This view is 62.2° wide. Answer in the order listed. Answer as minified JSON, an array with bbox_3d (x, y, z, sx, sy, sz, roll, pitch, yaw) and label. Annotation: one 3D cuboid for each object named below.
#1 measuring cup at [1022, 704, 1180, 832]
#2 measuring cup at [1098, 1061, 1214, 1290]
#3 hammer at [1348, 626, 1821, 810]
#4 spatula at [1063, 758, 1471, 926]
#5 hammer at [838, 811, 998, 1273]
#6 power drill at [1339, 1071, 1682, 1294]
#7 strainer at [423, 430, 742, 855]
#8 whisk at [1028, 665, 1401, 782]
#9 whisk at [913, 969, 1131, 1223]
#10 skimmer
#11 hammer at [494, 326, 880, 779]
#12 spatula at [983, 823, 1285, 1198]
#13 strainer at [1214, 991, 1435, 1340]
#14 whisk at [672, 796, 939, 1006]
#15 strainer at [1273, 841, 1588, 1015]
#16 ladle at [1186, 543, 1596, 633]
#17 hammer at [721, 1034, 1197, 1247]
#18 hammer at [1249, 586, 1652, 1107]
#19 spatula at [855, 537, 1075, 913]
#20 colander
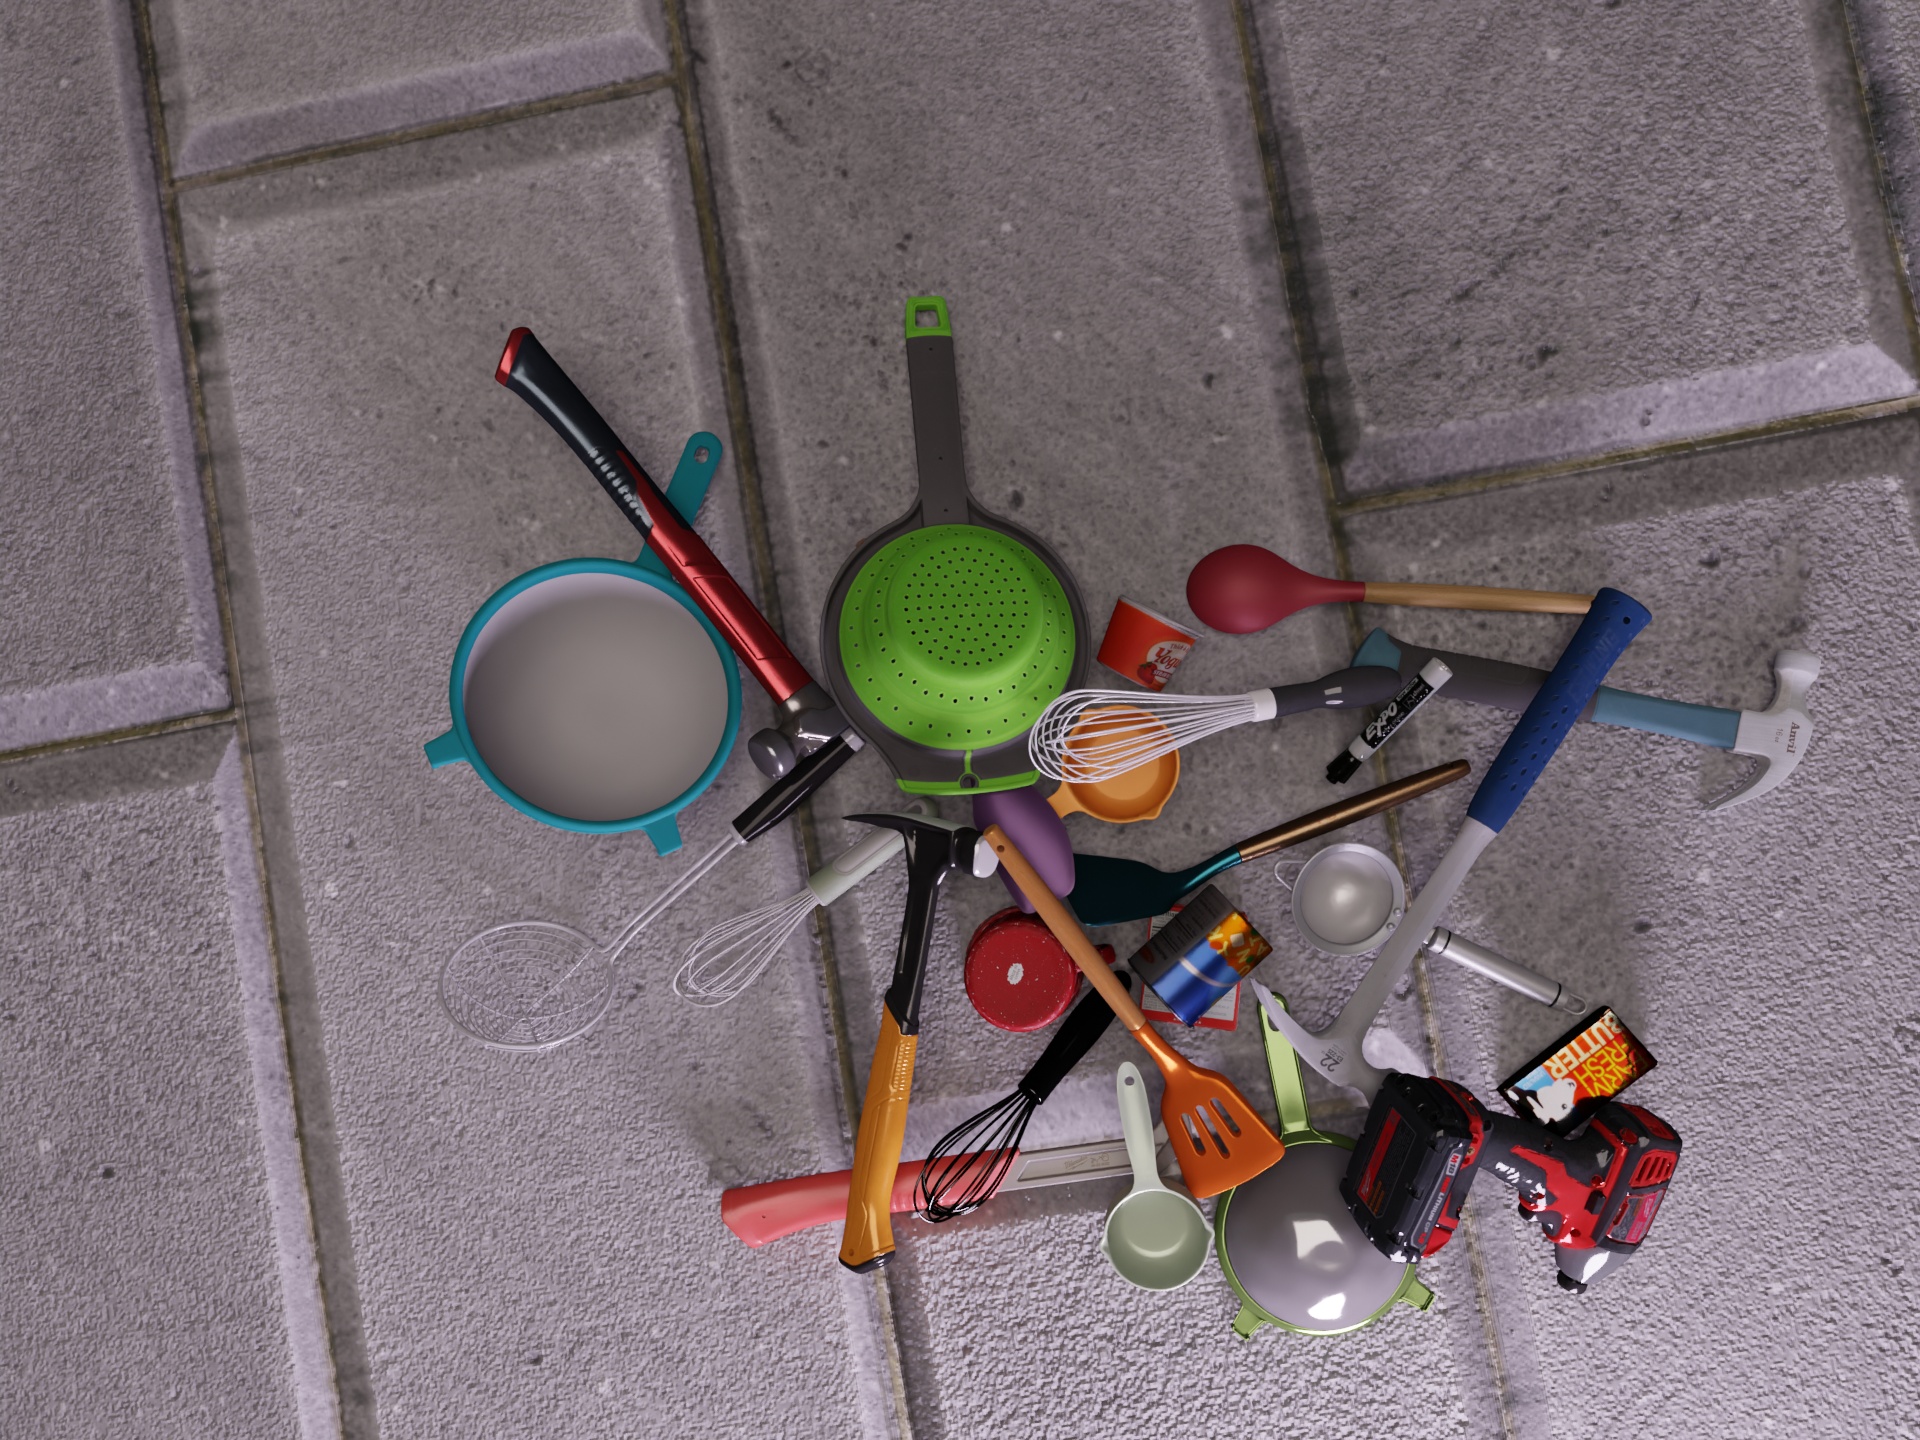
[{"bbox_3d":[0.088,0.056,1.203,0.173,0.052,0.095,-35,83,9],"label":"measuring cup"},{"bbox_3d":[0.133,0.324,1.147,0.083,0.038,0.167,-10,92,5],"label":"measuring cup"},{"bbox_3d":[0.456,-0.018,1.179,0.331,0.033,0.128,12,87,6],"label":"hammer"},{"bbox_3d":[0.230,0.084,1.187,0.317,0.082,0.044,-21,127,0],"label":"spatula"},{"bbox_3d":[-0.053,0.235,1.163,0.127,0.034,0.337,11,93,36],"label":"hammer"},{"bbox_3d":[0.388,0.329,1.115,0.219,0.079,0.143,13,105,-17],"label":"power drill"},{"bbox_3d":[-0.259,-0.066,1.229,0.211,0.095,0.340,22,67,-11],"label":"strainer"},{"bbox_3d":[0.186,-0.005,1.146,0.284,0.070,0.070,-10,86,-10],"label":"whisk"},{"bbox_3d":[0.049,0.269,1.159,0.055,0.055,0.239,41,65,6],"label":"whisk"},{"bbox_3d":[-0.229,0.115,1.208,0.363,0.090,0.127,-41,53,0],"label":"skimmer"},{"bbox_3d":[-0.206,-0.145,1.199,0.143,0.038,0.386,-38,89,-30],"label":"hammer"},{"bbox_3d":[0.113,0.203,1.130,0.081,0.041,0.322,-33,105,17],"label":"spatula"},{"bbox_3d":[0.253,0.329,1.159,0.151,0.069,0.256,-11,87,5],"label":"strainer"},{"bbox_3d":[-0.118,0.137,1.220,0.246,0.059,0.058,-37,57,-2],"label":"whisk"},{"bbox_3d":[0.345,0.160,1.177,0.258,0.050,0.087,26,95,1],"label":"strainer"},{"bbox_3d":[0.330,-0.094,1.200,0.315,0.031,0.069,3,88,4],"label":"ladle"},{"bbox_3d":[-0.004,0.337,1.201,0.359,0.036,0.149,-9,86,5],"label":"hammer"},{"bbox_3d":[0.363,0.081,1.140,0.144,0.035,0.405,33,89,-3],"label":"hammer"},{"bbox_3d":[-0.002,-0.004,1.197,0.060,0.018,0.316,-29,77,3],"label":"spatula"},{"bbox_3d":[-0.007,-0.148,1.171,0.204,0.094,0.397,-4,76,-6],"label":"colander"}]
